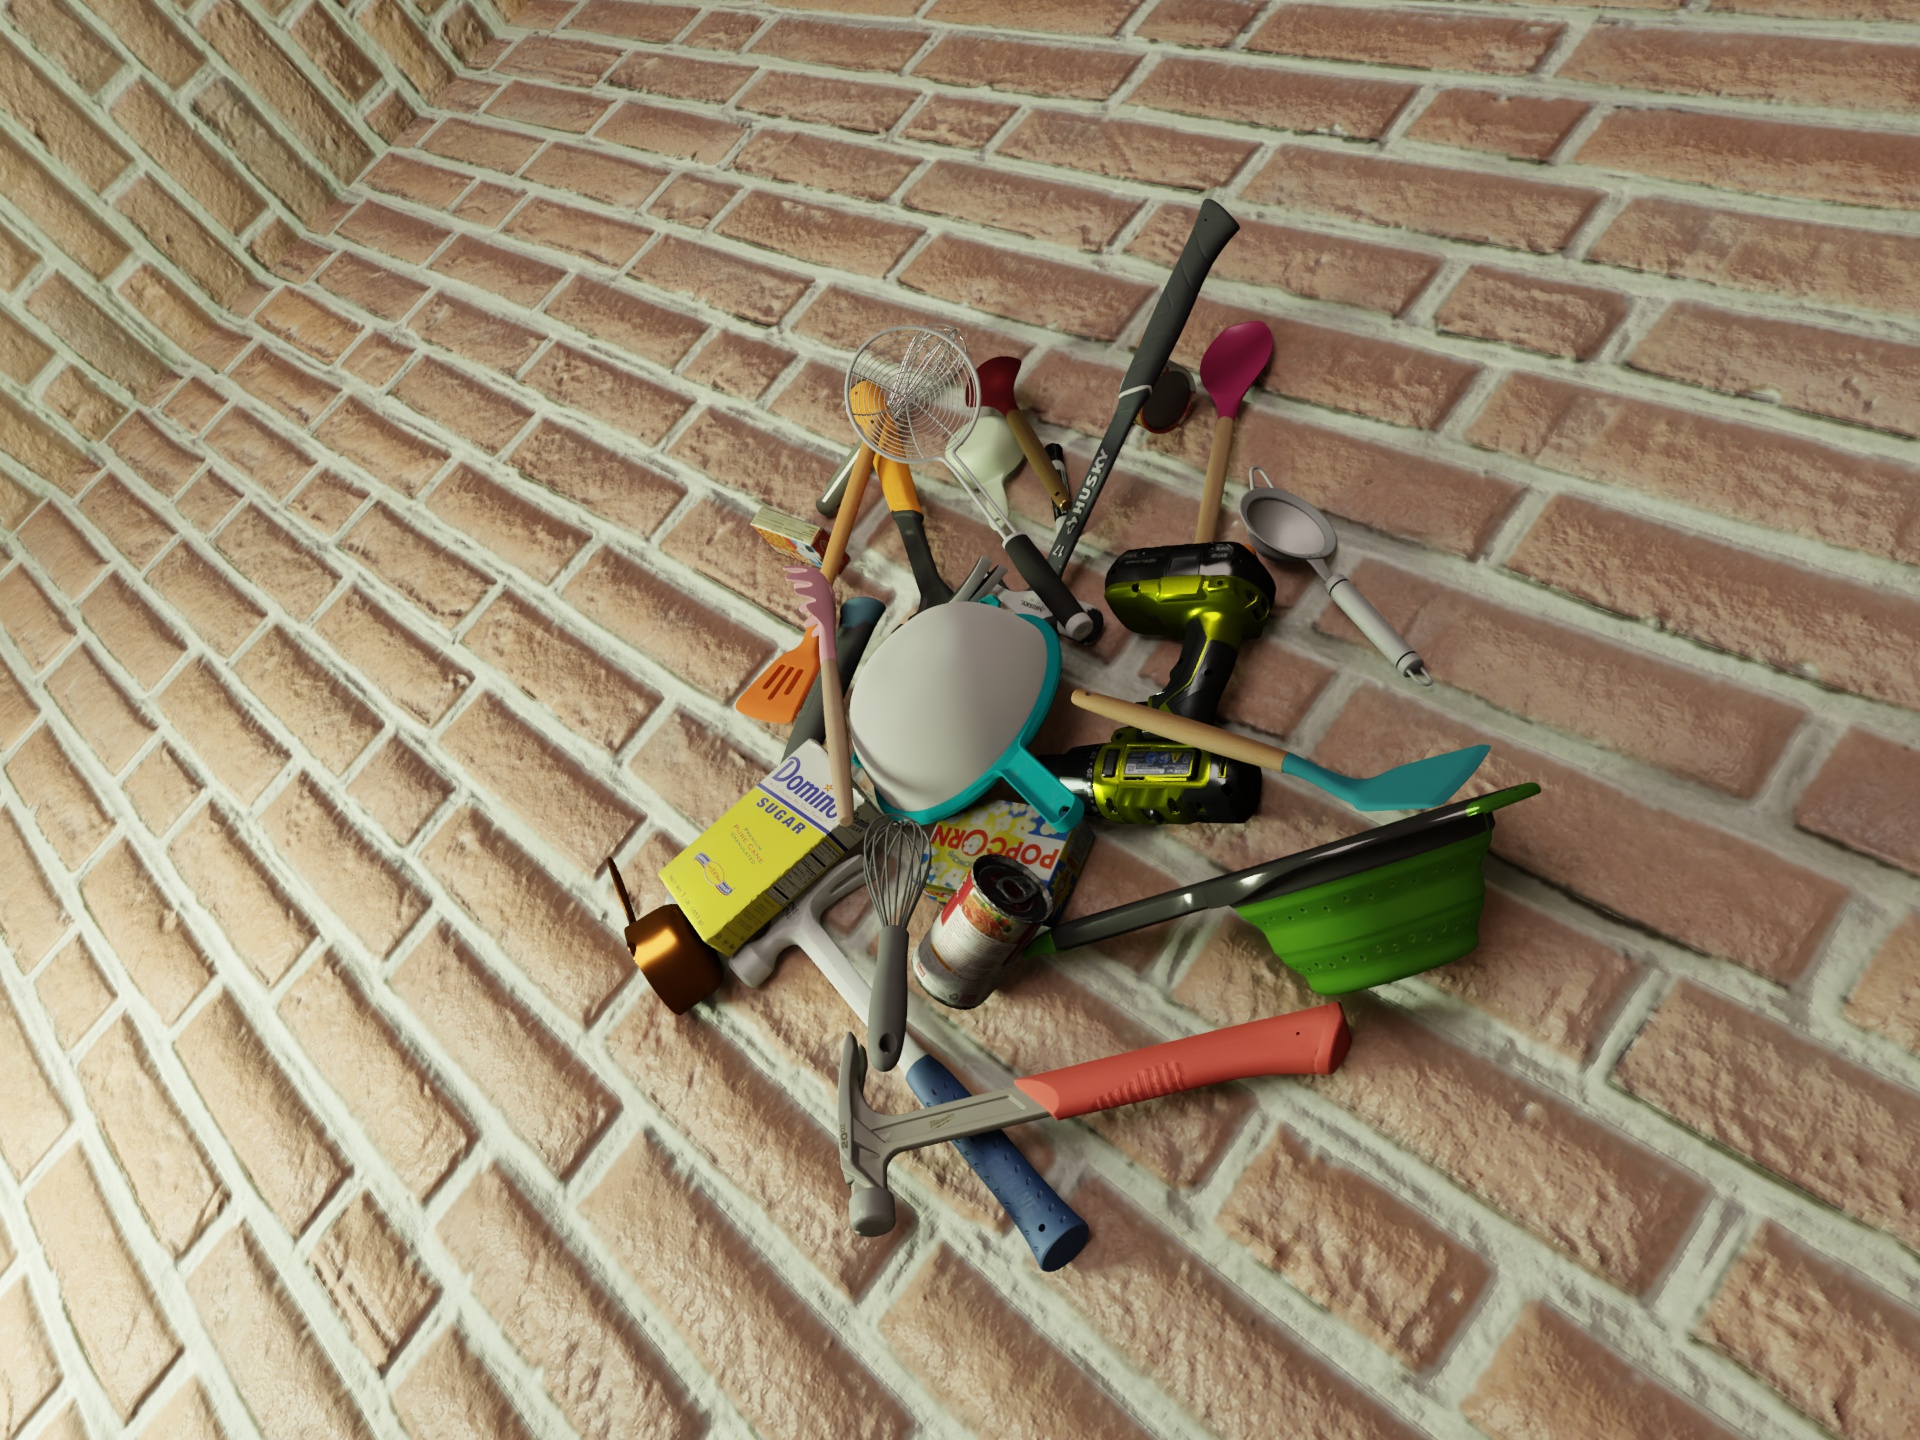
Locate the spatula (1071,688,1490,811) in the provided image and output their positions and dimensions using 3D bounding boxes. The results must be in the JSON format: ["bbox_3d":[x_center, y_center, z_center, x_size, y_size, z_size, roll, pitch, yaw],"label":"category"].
[{"bbox_3d":[0.210,0.013,1.131,0.318,0.044,0.082,18,40,35],"label":"spatula"}]

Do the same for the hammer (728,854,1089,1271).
[{"bbox_3d":[-0.033,0.250,1.199,0.144,0.035,0.406,-45,45,-4],"label":"hammer"}]

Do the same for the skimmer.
[{"bbox_3d":[0.014,-0.213,1.400,0.127,0.090,0.364,-28,54,-7],"label":"skimmer"}]

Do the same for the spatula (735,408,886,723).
[{"bbox_3d":[-0.131,-0.150,1.526,0.081,0.041,0.322,14,85,39],"label":"spatula"}]

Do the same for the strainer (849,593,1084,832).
[{"bbox_3d":[-0.002,-0.004,1.262,0.211,0.095,0.341,-50,28,2],"label":"strainer"}]

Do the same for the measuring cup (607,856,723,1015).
[{"bbox_3d":[-0.255,0.169,1.360,0.052,0.095,0.174,-31,53,-2],"label":"measuring cup"}]

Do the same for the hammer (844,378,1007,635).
[{"bbox_3d":[-0.051,-0.217,1.522,0.127,0.034,0.337,-41,47,26],"label":"hammer"}]

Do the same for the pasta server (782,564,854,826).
[{"bbox_3d":[-0.118,-0.028,1.364,0.040,0.060,0.317,-14,45,3],"label":"pasta server"}]

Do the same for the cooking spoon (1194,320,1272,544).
[{"bbox_3d":[0.231,-0.245,1.405,0.069,0.017,0.319,-6,50,28],"label":"cooking spoon"}]

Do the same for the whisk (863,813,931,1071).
[{"bbox_3d":[-0.052,0.161,1.194,0.055,0.055,0.239,-20,39,19],"label":"whisk"}]

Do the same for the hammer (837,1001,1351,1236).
[{"bbox_3d":[0.086,0.244,1.092,0.359,0.036,0.149,-17,47,12],"label":"hammer"}]

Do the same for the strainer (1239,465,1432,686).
[{"bbox_3d":[0.292,-0.110,1.259,0.087,0.050,0.259,-6,44,-28],"label":"strainer"}]

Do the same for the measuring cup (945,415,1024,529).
[{"bbox_3d":[0.024,-0.236,1.508,0.083,0.038,0.168,-24,36,13],"label":"measuring cup"}]

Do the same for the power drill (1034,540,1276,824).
[{"bbox_3d":[0.152,-0.023,1.259,0.190,0.080,0.229,-1,60,31],"label":"power drill"}]

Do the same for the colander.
[{"bbox_3d":[0.209,0.145,1.082,0.397,0.204,0.094,-23,81,38],"label":"colander"}]

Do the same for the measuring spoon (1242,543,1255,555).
[{"bbox_3d":[0.194,-0.130,1.356,0.117,0.011,0.021,-15,51,24],"label":"measuring spoon"}]

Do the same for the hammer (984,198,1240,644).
[{"bbox_3d":[0.143,-0.271,1.406,0.149,0.036,0.409,25,90,46],"label":"hammer"}]

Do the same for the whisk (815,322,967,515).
[{"bbox_3d":[-0.074,-0.312,1.648,0.246,0.059,0.058,-56,10,-9],"label":"whisk"}]

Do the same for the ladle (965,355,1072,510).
[{"bbox_3d":[0.055,-0.268,1.465,0.069,0.031,0.316,-38,35,12],"label":"ladle"}]

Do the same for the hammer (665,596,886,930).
[{"bbox_3d":[-0.147,0.036,1.417,0.128,0.033,0.331,10,69,36],"label":"hammer"}]
